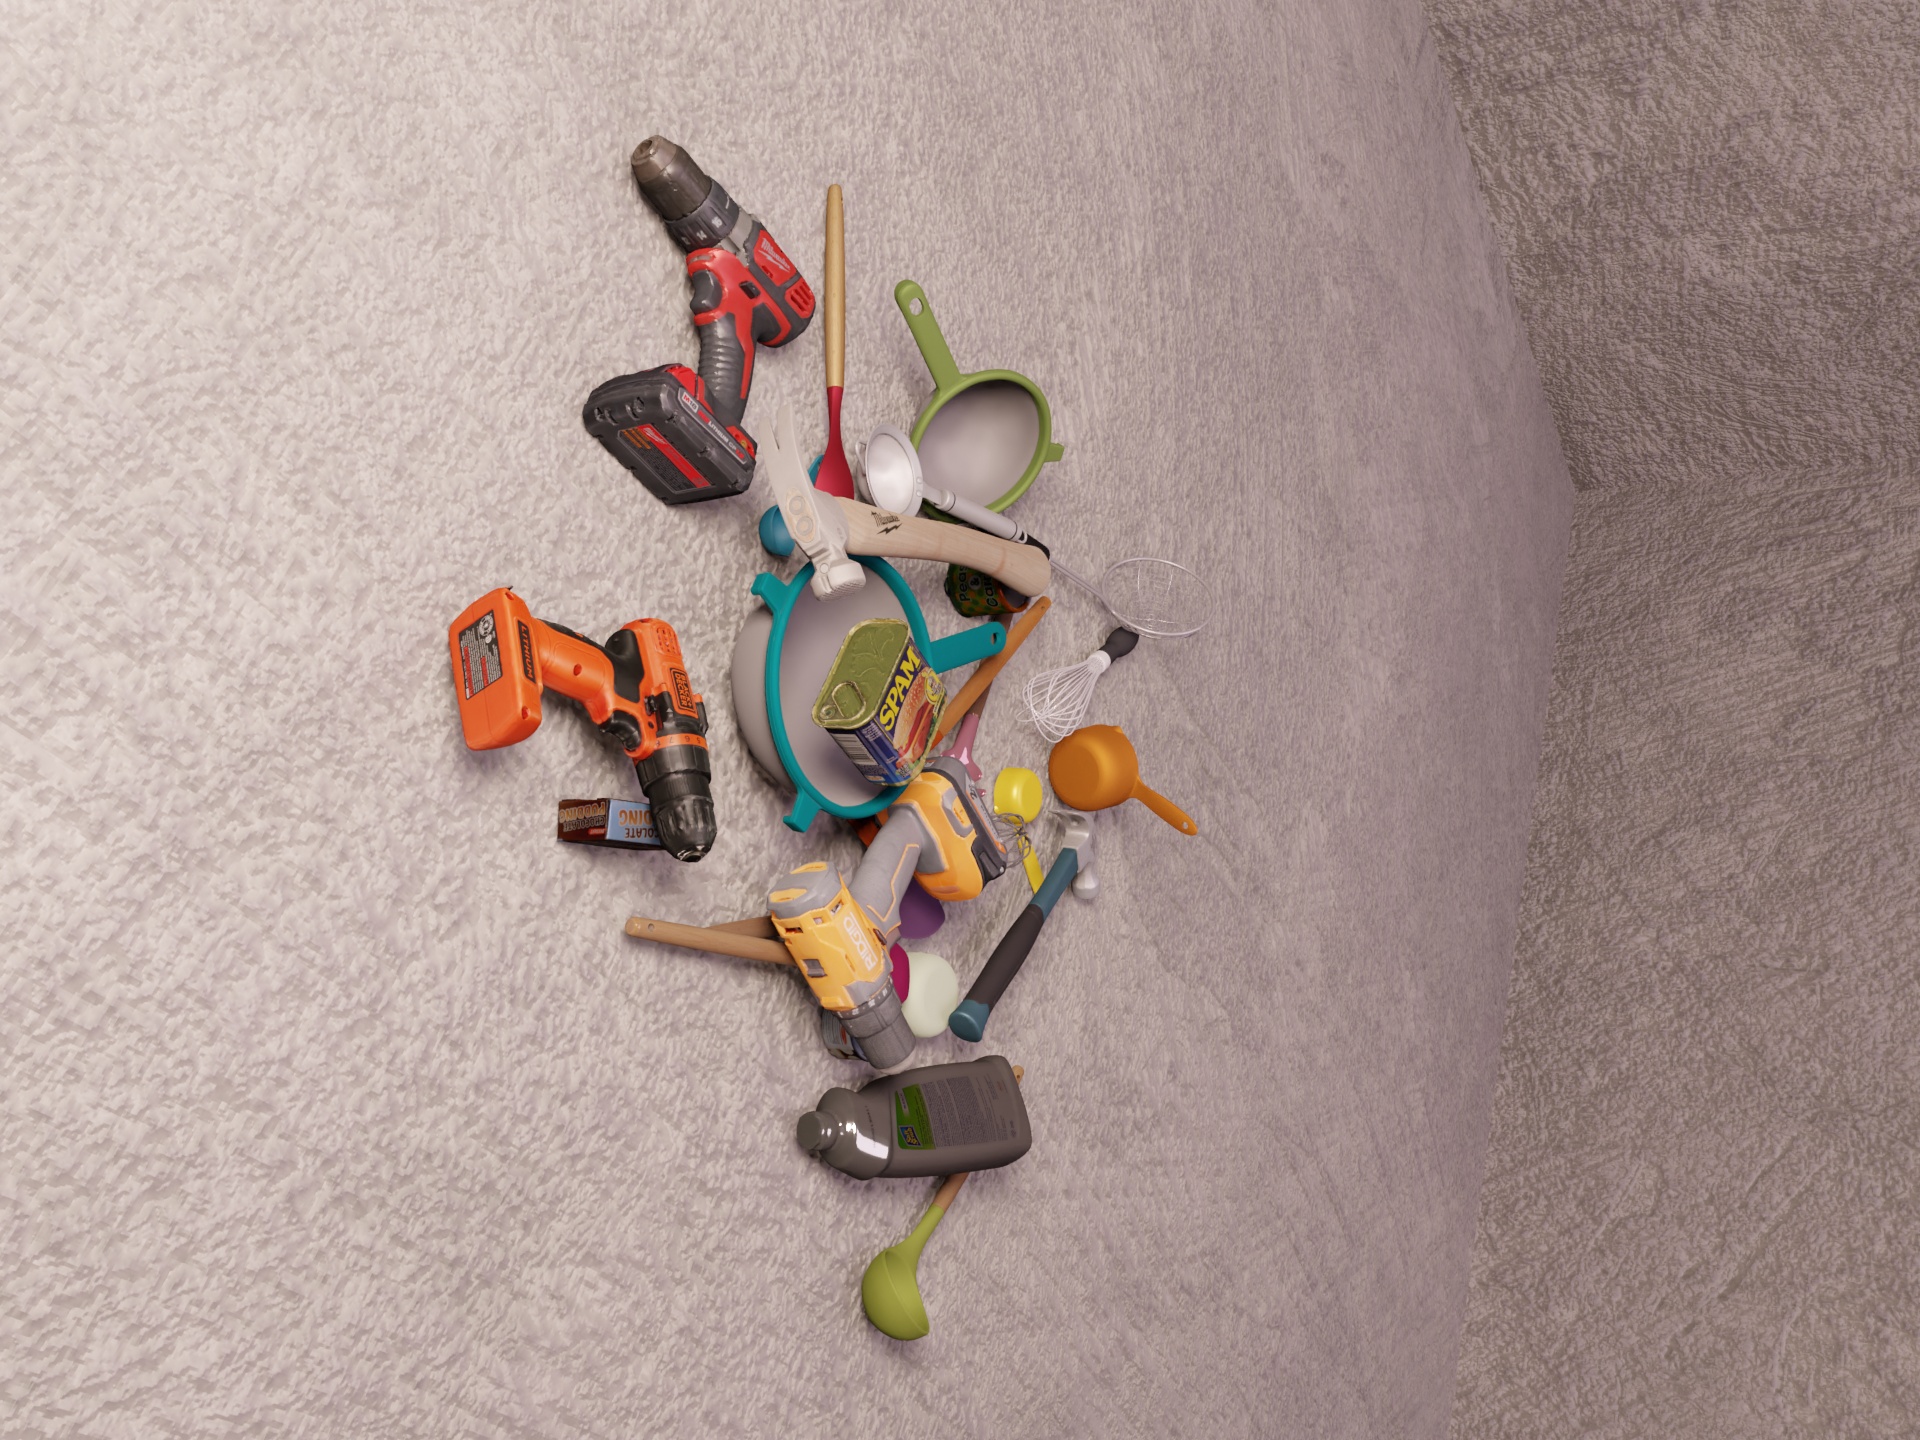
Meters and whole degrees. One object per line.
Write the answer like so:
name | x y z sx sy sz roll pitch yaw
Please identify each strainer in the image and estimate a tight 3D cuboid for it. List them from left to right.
strainer | -0.082 -0.042 1.309 0.340 0.095 0.211 -22 107 -56
strainer | -0.021 -0.196 1.410 0.258 0.050 0.087 17 70 -48
strainer | -0.014 -0.293 1.419 0.151 0.069 0.256 -36 135 -7

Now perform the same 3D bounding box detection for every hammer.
hammer | -0.026 -0.156 1.308 0.410 0.038 0.146 1 66 -64
hammer | 0.067 0.197 1.530 0.331 0.033 0.128 -50 139 -52

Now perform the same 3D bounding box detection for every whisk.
whisk | -0.011 0.124 1.455 0.239 0.055 0.055 -9 96 -51
whisk | 0.133 -0.051 1.670 0.284 0.070 0.070 -40 121 -56

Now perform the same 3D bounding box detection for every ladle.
ladle | -0.106 -0.303 1.337 0.069 0.031 0.315 36 52 -74
ladle | 0.000 0.424 1.443 0.078 0.062 0.320 60 38 -17

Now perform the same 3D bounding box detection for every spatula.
spatula | -0.108 0.165 1.319 0.315 0.018 0.060 1 59 -55
spatula | -0.002 -0.005 1.437 0.081 0.041 0.323 52 59 -24

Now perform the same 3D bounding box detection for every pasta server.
pasta server | 0.022 -0.027 1.514 0.060 0.040 0.316 28 59 -17

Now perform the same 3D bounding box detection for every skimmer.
skimmer | 0.140 -0.170 1.652 0.363 0.090 0.127 25 27 -50

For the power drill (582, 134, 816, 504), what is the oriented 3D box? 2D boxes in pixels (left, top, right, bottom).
power drill | -0.197 -0.294 1.166 0.187 0.080 0.227 46 49 -46

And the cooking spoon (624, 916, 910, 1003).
cooking spoon | -0.137 0.182 1.241 0.318 0.017 0.069 21 63 -50

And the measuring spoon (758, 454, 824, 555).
measuring spoon | -0.138 -0.180 1.305 0.129 0.021 0.042 -68 149 -46

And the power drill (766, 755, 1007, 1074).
power drill | -0.048 0.157 1.294 0.226 0.084 0.185 -48 119 -45

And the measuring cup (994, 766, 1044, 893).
measuring cup | 0.073 0.118 1.590 0.062 0.029 0.156 -43 122 -48

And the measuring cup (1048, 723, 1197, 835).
measuring cup | 0.161 0.071 1.608 0.052 0.174 0.095 -8 126 -48

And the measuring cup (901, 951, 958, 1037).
measuring cup | -0.053 0.221 1.385 0.167 0.038 0.083 49 50 -45
